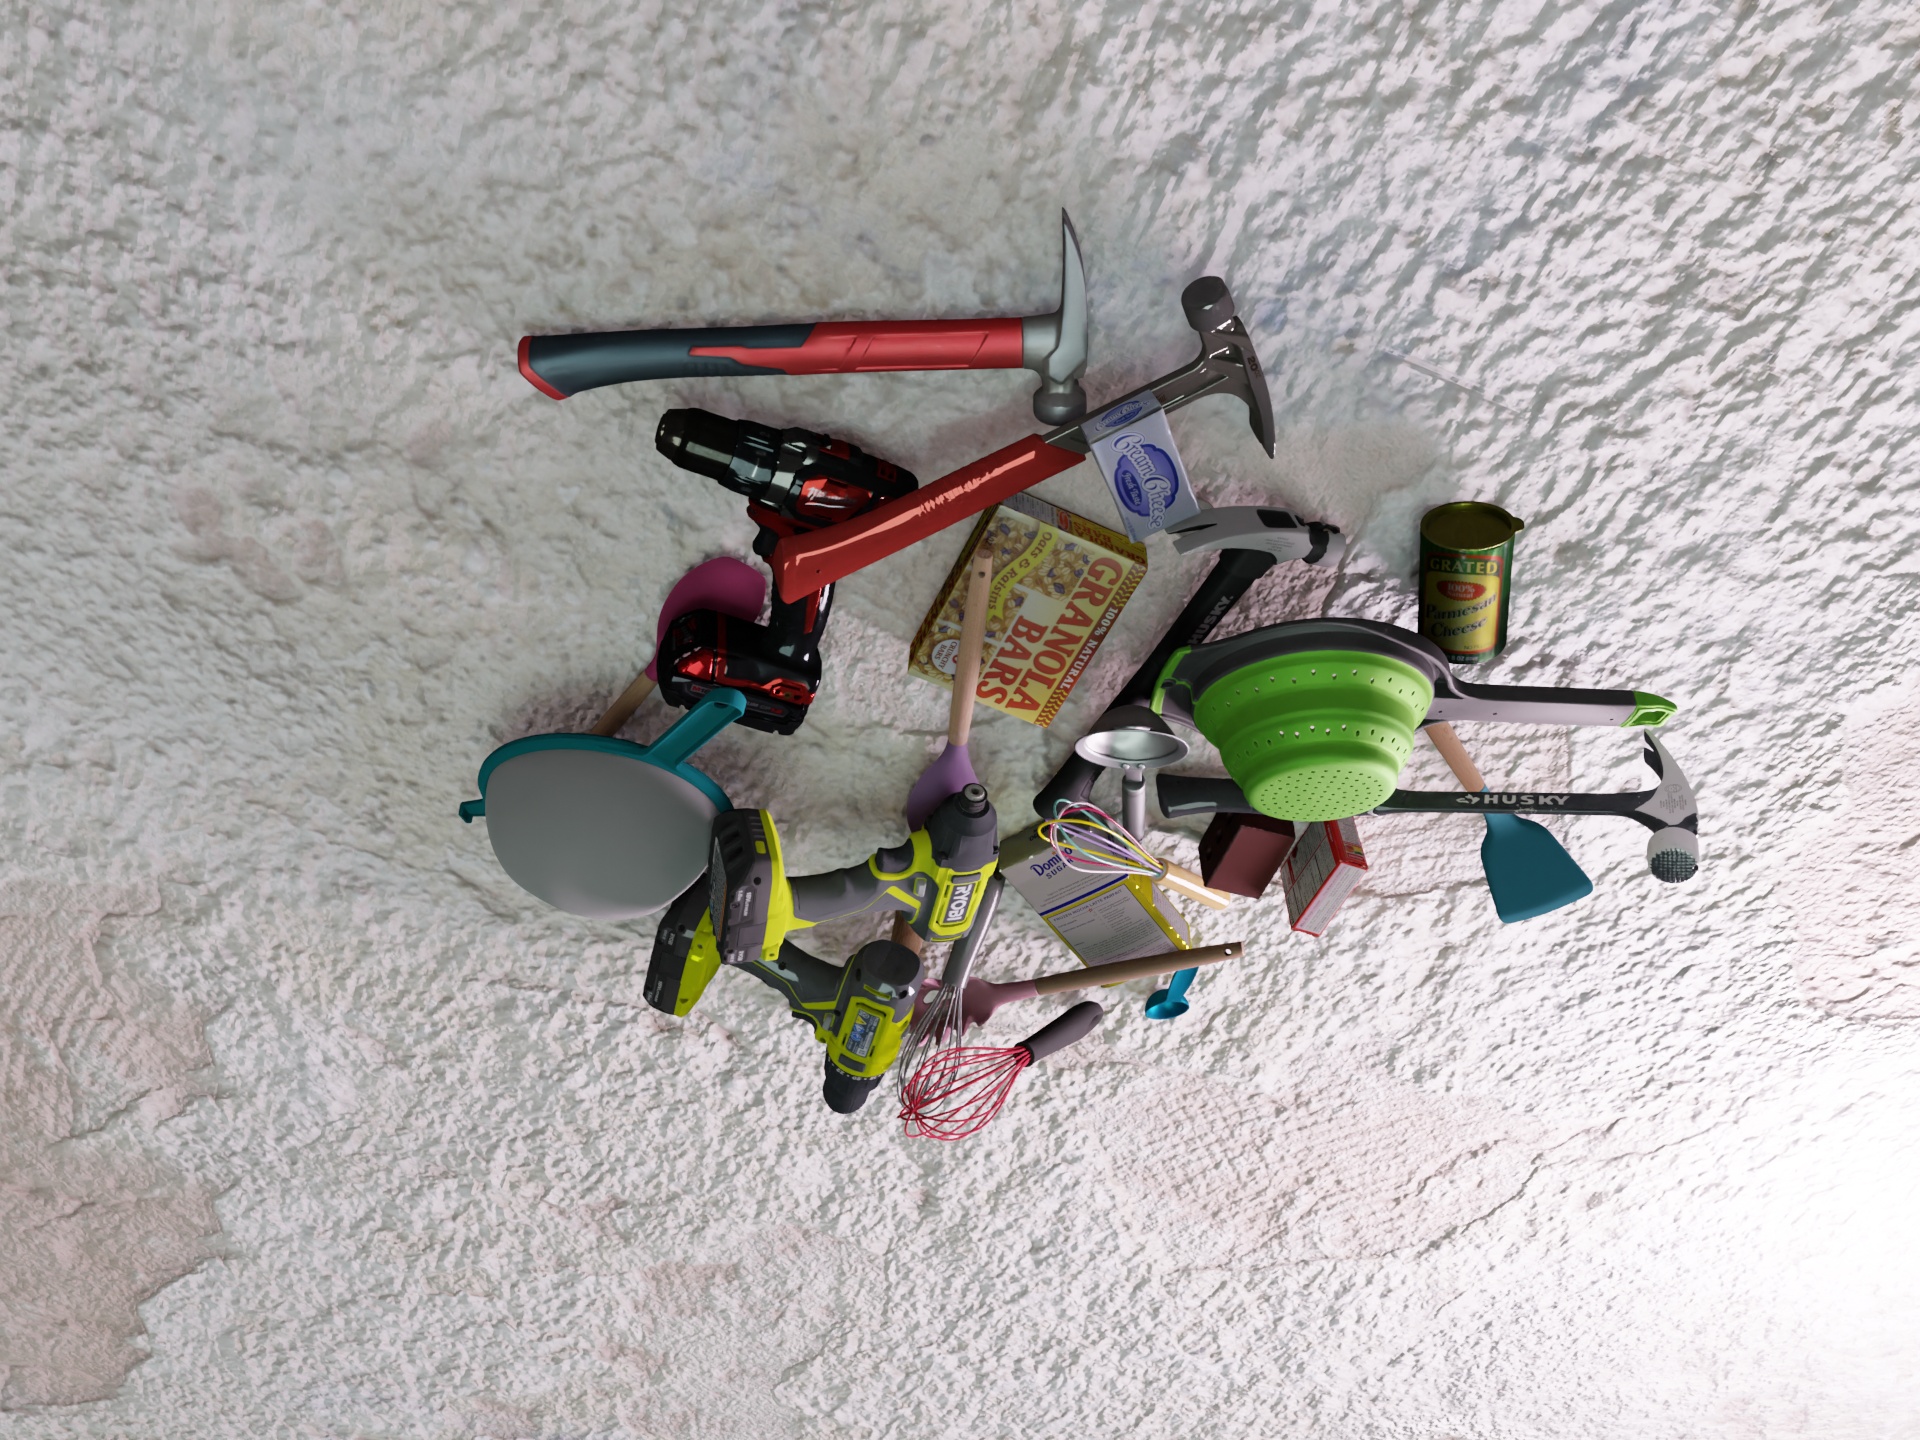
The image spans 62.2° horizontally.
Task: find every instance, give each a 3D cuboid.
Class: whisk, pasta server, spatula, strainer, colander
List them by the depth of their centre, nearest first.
[{"bbox_3d":[0.343,0.017,1.180,0.397,0.095,0.204,2,153,-4],"label":"colander"},{"bbox_3d":[-0.002,-0.004,1.233,0.060,0.018,0.315,6,133,-3],"label":"spatula"},{"bbox_3d":[-0.257,0.078,1.235,0.210,0.095,0.340,24,145,-25],"label":"strainer"},{"bbox_3d":[0.136,0.045,1.260,0.087,0.050,0.258,2,152,7],"label":"strainer"},{"bbox_3d":[0.411,0.044,1.292,0.082,0.044,0.317,-26,121,25],"label":"spatula"},{"bbox_3d":[0.148,0.117,1.322,0.047,0.051,0.244,-44,136,20],"label":"whisk"},{"bbox_3d":[-0.002,0.228,1.379,0.055,0.055,0.239,19,91,-13],"label":"whisk"},{"bbox_3d":[0.045,0.296,1.380,0.073,0.295,0.073,7,103,35],"label":"whisk"},{"bbox_3d":[0.092,0.231,1.394,0.316,0.040,0.060,-13,91,15],"label":"pasta server"}]

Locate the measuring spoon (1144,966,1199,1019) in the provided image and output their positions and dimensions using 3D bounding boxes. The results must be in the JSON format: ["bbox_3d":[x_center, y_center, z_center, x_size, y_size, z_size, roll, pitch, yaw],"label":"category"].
[{"bbox_3d":[0.195,0.236,1.441,0.042,0.021,0.128,-3,145,-10],"label":"measuring spoon"}]

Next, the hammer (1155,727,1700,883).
[{"bbox_3d":[0.351,0.059,1.243,0.409,0.149,0.036,1,126,22],"label":"hammer"}]

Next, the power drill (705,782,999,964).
[{"bbox_3d":[-0.083,0.118,1.265,0.223,0.080,0.171,-5,139,-19],"label":"power drill"}]

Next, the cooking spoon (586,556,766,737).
[{"bbox_3d":[-0.261,-0.021,1.276,0.068,0.017,0.319,30,122,-27],"label":"cooking spoon"}]

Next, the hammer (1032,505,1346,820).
[{"bbox_3d":[0.146,-0.035,1.224,0.146,0.035,0.334,4,137,-33],"label":"hammer"}]

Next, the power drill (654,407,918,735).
[{"bbox_3d":[-0.154,-0.113,1.155,0.187,0.080,0.226,16,121,-20],"label":"power drill"}]

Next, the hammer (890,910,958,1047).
[{"bbox_3d":[-0.040,0.174,1.411,0.130,0.031,0.331,10,127,-6],"label":"hammer"}]

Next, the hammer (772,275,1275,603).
[{"bbox_3d":[0.038,-0.165,1.090,0.359,0.037,0.148,-25,137,7],"label":"hammer"}]

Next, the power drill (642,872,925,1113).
[{"bbox_3d":[-0.157,0.244,1.399,0.228,0.080,0.190,23,126,5],"label":"power drill"}]

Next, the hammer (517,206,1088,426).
[{"bbox_3d":[-0.108,-0.265,1.073,0.386,0.038,0.143,-1,126,2],"label":"hammer"}]

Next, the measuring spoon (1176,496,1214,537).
[{"bbox_3d":[0.140,-0.179,1.150,0.034,0.018,0.124,-37,112,26],"label":"measuring spoon"}]
